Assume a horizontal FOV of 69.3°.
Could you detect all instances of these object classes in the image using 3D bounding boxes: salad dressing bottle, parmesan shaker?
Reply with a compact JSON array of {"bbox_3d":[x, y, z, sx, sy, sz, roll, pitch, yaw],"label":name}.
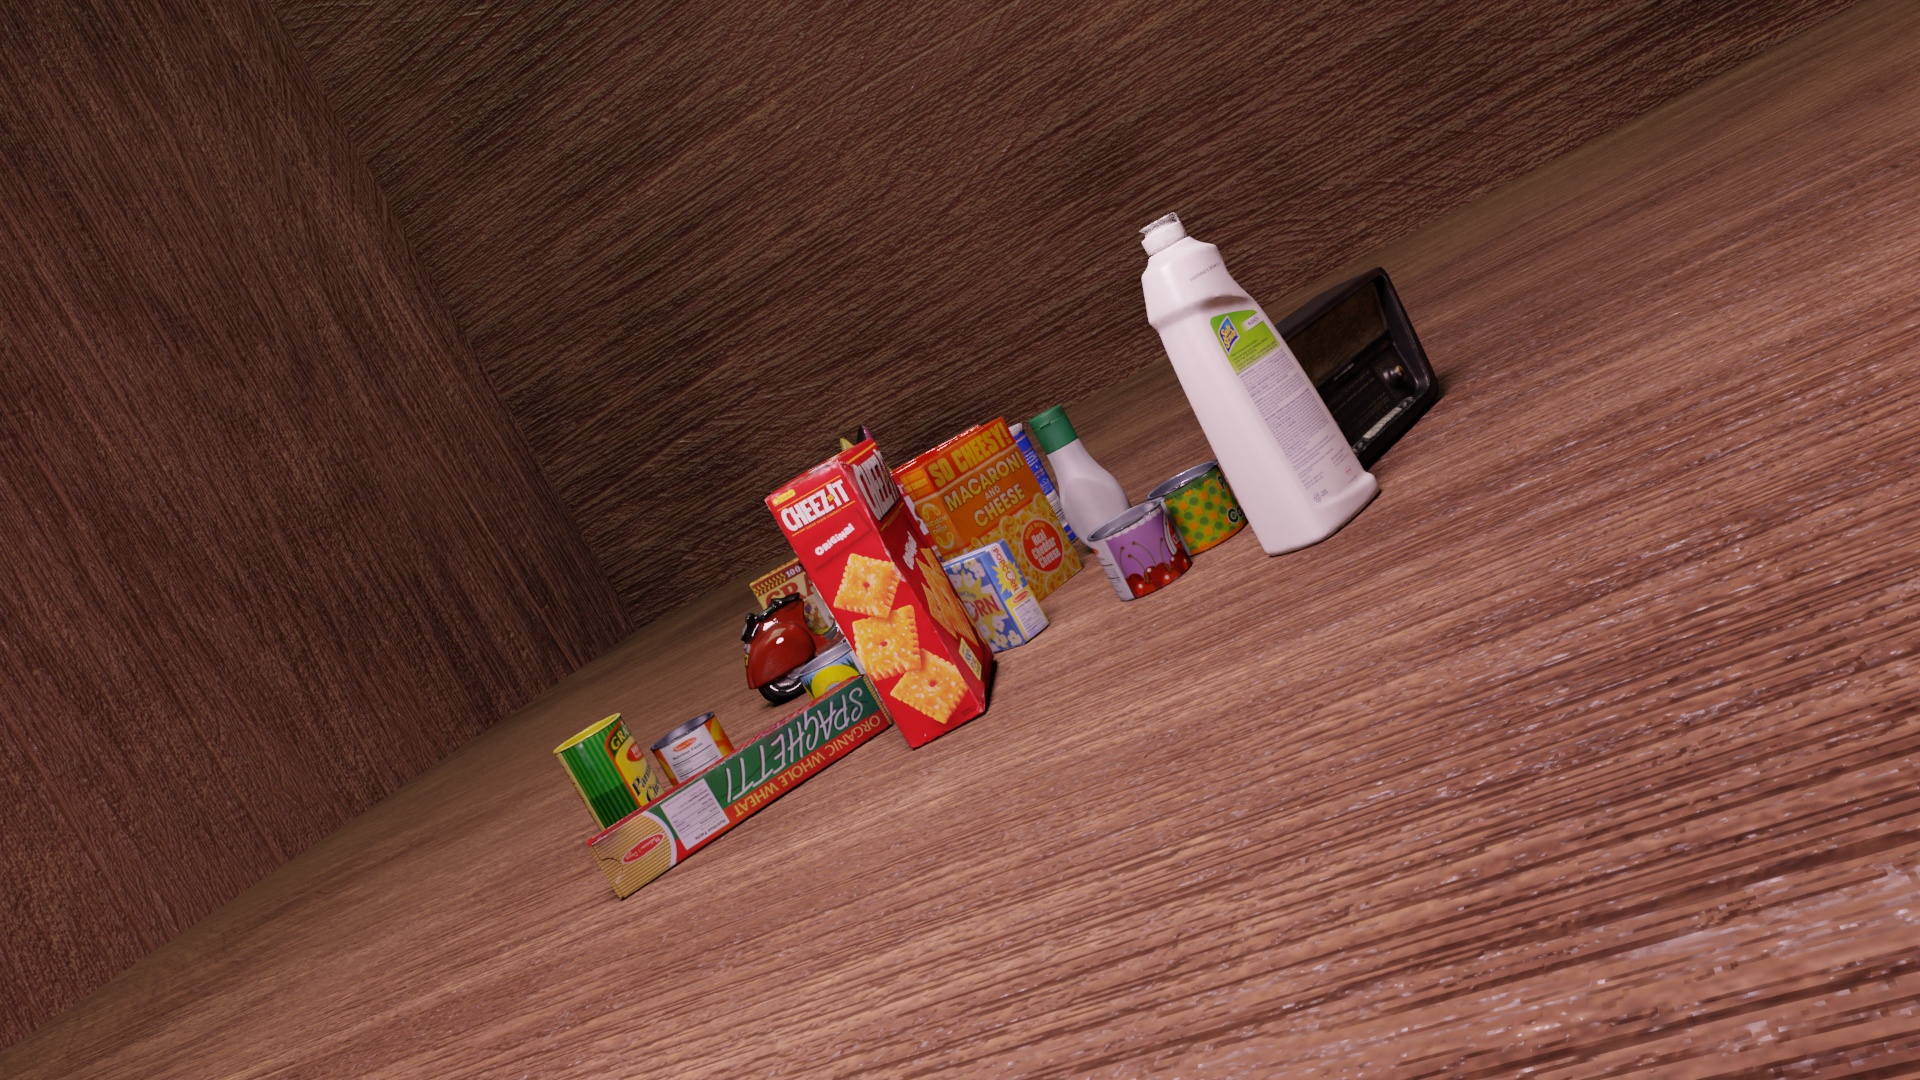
[{"bbox_3d":[0.118,-0.062,1.369,0.064,0.147,0.044,-26,7,23],"label":"salad dressing bottle"},{"bbox_3d":[-0.307,0.215,1.240,0.071,0.103,0.071,-29,6,4],"label":"parmesan shaker"}]

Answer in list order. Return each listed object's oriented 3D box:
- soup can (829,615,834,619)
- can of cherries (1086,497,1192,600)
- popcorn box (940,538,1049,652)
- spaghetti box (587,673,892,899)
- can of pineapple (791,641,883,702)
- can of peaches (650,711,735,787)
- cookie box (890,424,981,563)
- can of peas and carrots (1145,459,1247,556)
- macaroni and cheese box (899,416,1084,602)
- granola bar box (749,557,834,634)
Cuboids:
[{"bbox_3d":[-0.070,0.089,1.286,0.071,0.083,0.071,-29,6,4],"label":"soup can"},{"bbox_3d":[0.146,0.007,1.115,0.071,0.058,0.071,-29,6,4],"label":"can of cherries"},{"bbox_3d":[0.007,0.057,1.201,0.126,0.085,0.038,-22,9,48],"label":"popcorn box"},{"bbox_3d":[-0.169,0.189,1.089,0.251,0.050,0.028,-31,7,-20],"label":"spaghetti box"},{"bbox_3d":[-0.106,0.129,1.247,0.071,0.058,0.071,-29,6,4],"label":"can of pineapple"},{"bbox_3d":[-0.243,0.199,1.285,0.071,0.058,0.071,-29,6,4],"label":"can of peaches"},{"bbox_3d":[0.005,-0.018,1.420,0.123,0.167,0.040,-29,6,1],"label":"cookie box"},{"bbox_3d":[0.198,-0.027,1.154,0.071,0.058,0.071,-29,6,4],"label":"can of peas and carrots"},{"bbox_3d":[0.030,-0.016,1.302,0.124,0.166,0.040,-34,8,-41],"label":"macaroni and cheese box"},{"bbox_3d":[-0.140,0.064,1.596,0.166,0.124,0.039,-30,6,-7],"label":"granola bar box"}]
